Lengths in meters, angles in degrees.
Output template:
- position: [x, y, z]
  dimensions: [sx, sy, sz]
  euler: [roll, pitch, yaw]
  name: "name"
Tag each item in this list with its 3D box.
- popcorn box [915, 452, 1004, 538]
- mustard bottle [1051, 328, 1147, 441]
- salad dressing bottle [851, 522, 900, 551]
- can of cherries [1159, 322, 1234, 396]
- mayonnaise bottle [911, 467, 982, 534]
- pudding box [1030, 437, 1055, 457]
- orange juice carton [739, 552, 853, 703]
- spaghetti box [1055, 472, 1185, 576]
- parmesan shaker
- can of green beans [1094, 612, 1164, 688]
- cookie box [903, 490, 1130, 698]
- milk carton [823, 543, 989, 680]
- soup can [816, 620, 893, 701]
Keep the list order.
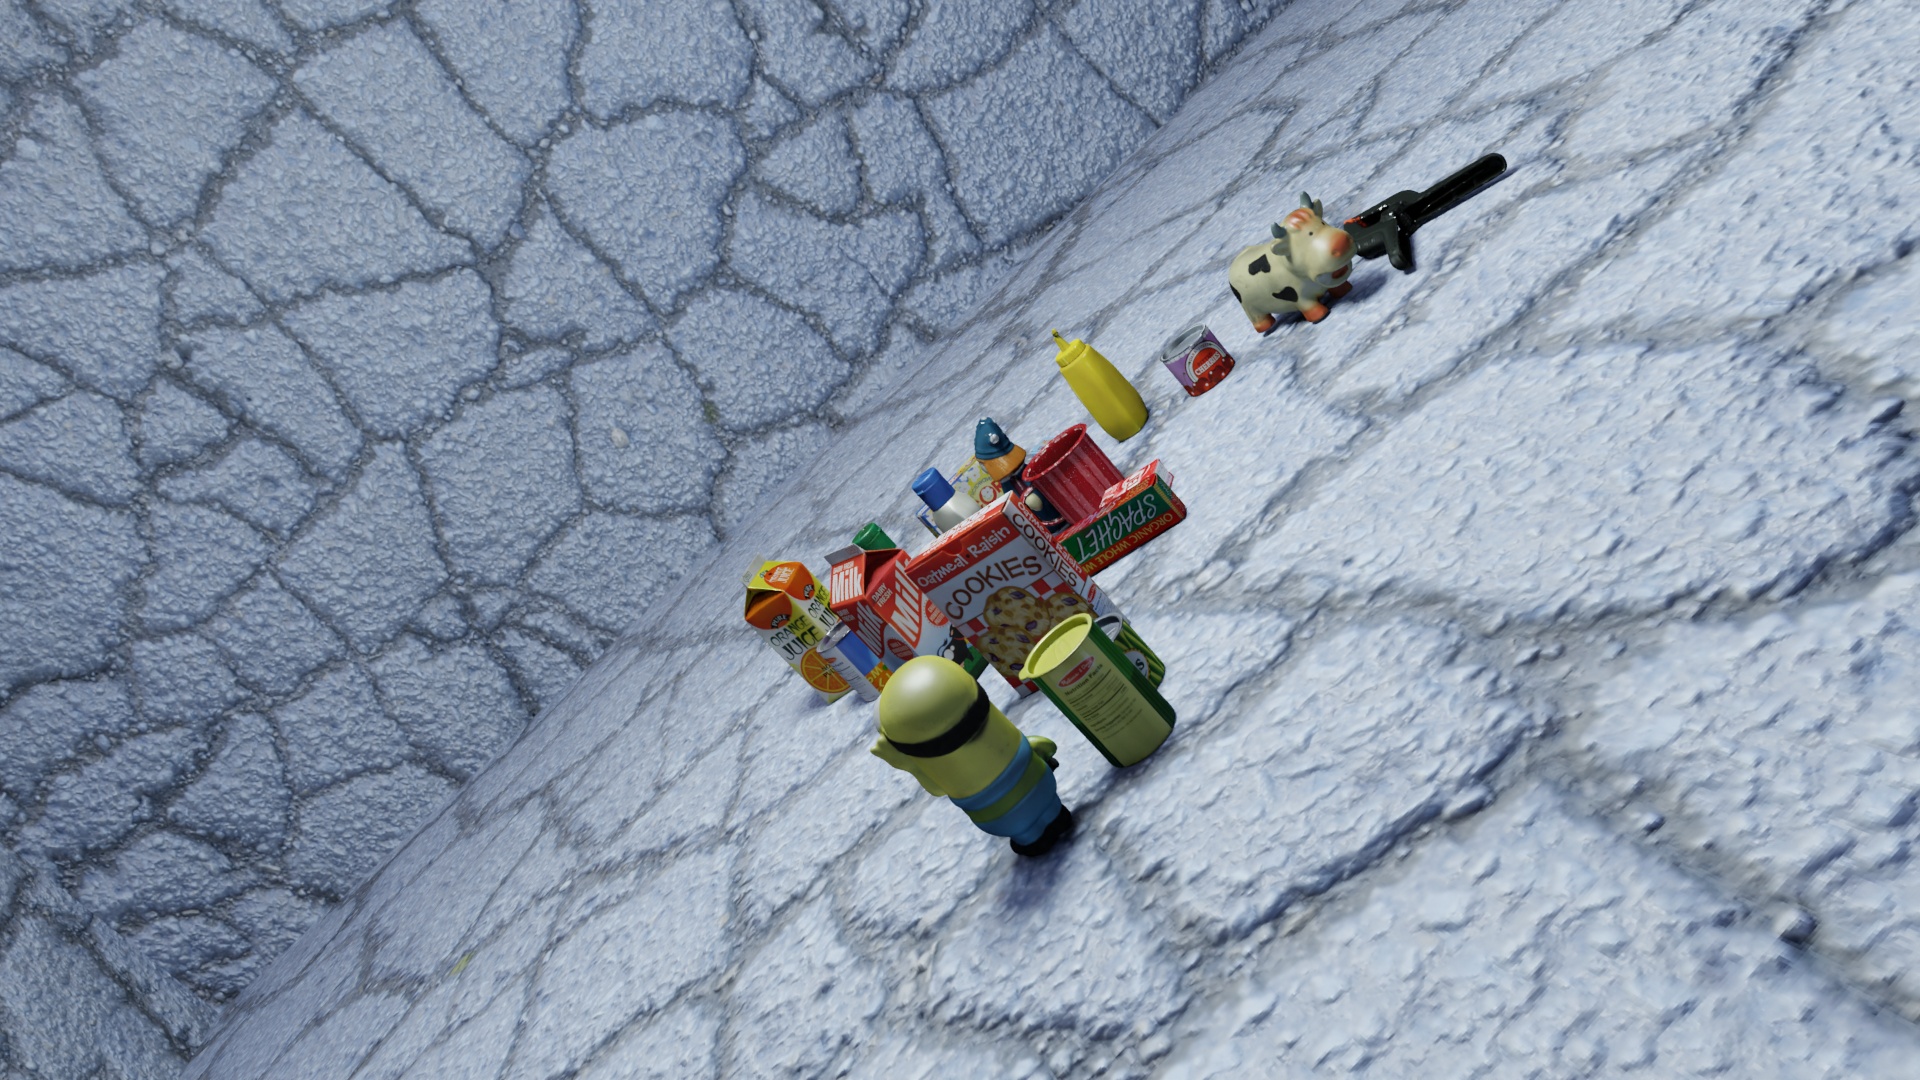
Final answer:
- position: [0.016, -0.046, 1.764]
  dimensions: [0.127, 0.085, 0.038]
  euler: [-46, 15, -13]
  name: "popcorn box"
- position: [0.159, -0.193, 1.665]
  dimensions: [0.048, 0.160, 0.066]
  euler: [-32, 18, 36]
  name: "mustard bottle"
- position: [-0.063, 0.043, 1.598]
  dimensions: [0.044, 0.147, 0.064]
  euler: [-38, 15, 17]
  name: "salad dressing bottle"
- position: [0.276, -0.209, 1.611]
  dimensions: [0.071, 0.058, 0.072]
  euler: [-39, 15, 13]
  name: "can of cherries"
- position: [0.006, -0.020, 1.597]
  dimensions: [0.064, 0.148, 0.041]
  euler: [-24, 23, 51]
  name: "mayonnaise bottle"
- position: [0.124, -0.101, 1.713]
  dimensions: [0.030, 0.049, 0.083]
  euler: [-46, 15, -11]
  name: "pudding box"
- position: [-0.189, 0.098, 1.678]
  dimensions: [0.073, 0.192, 0.072]
  euler: [-35, 16, 27]
  name: "orange juice carton"
- position: [0.116, 0.015, 1.408]
  dimensions: [0.249, 0.050, 0.029]
  euler: [-34, 17, 29]
  name: "spaghetti box"
- position: [0.104, 0.116, 1.054]
  dimensions: [0.071, 0.103, 0.071]
  euler: [-39, 15, 13]
  name: "parmesan shaker"
- position: [0.124, 0.102, 1.131]
  dimensions: [0.071, 0.057, 0.071]
  euler: [-39, 15, 13]
  name: "can of green beans"
- position: [0.051, 0.051, 1.246]
  dimensions: [0.122, 0.167, 0.040]
  euler: [-33, 17, 33]
  name: "cookie box"
- position: [-0.060, 0.077, 1.411]
  dimensions: [0.072, 0.190, 0.074]
  euler: [-22, 25, 54]
  name: "milk carton"
- position: [-0.112, 0.132, 1.598]
  dimensions: [0.071, 0.083, 0.071]
  euler: [-39, 15, 13]
  name: "soup can"
